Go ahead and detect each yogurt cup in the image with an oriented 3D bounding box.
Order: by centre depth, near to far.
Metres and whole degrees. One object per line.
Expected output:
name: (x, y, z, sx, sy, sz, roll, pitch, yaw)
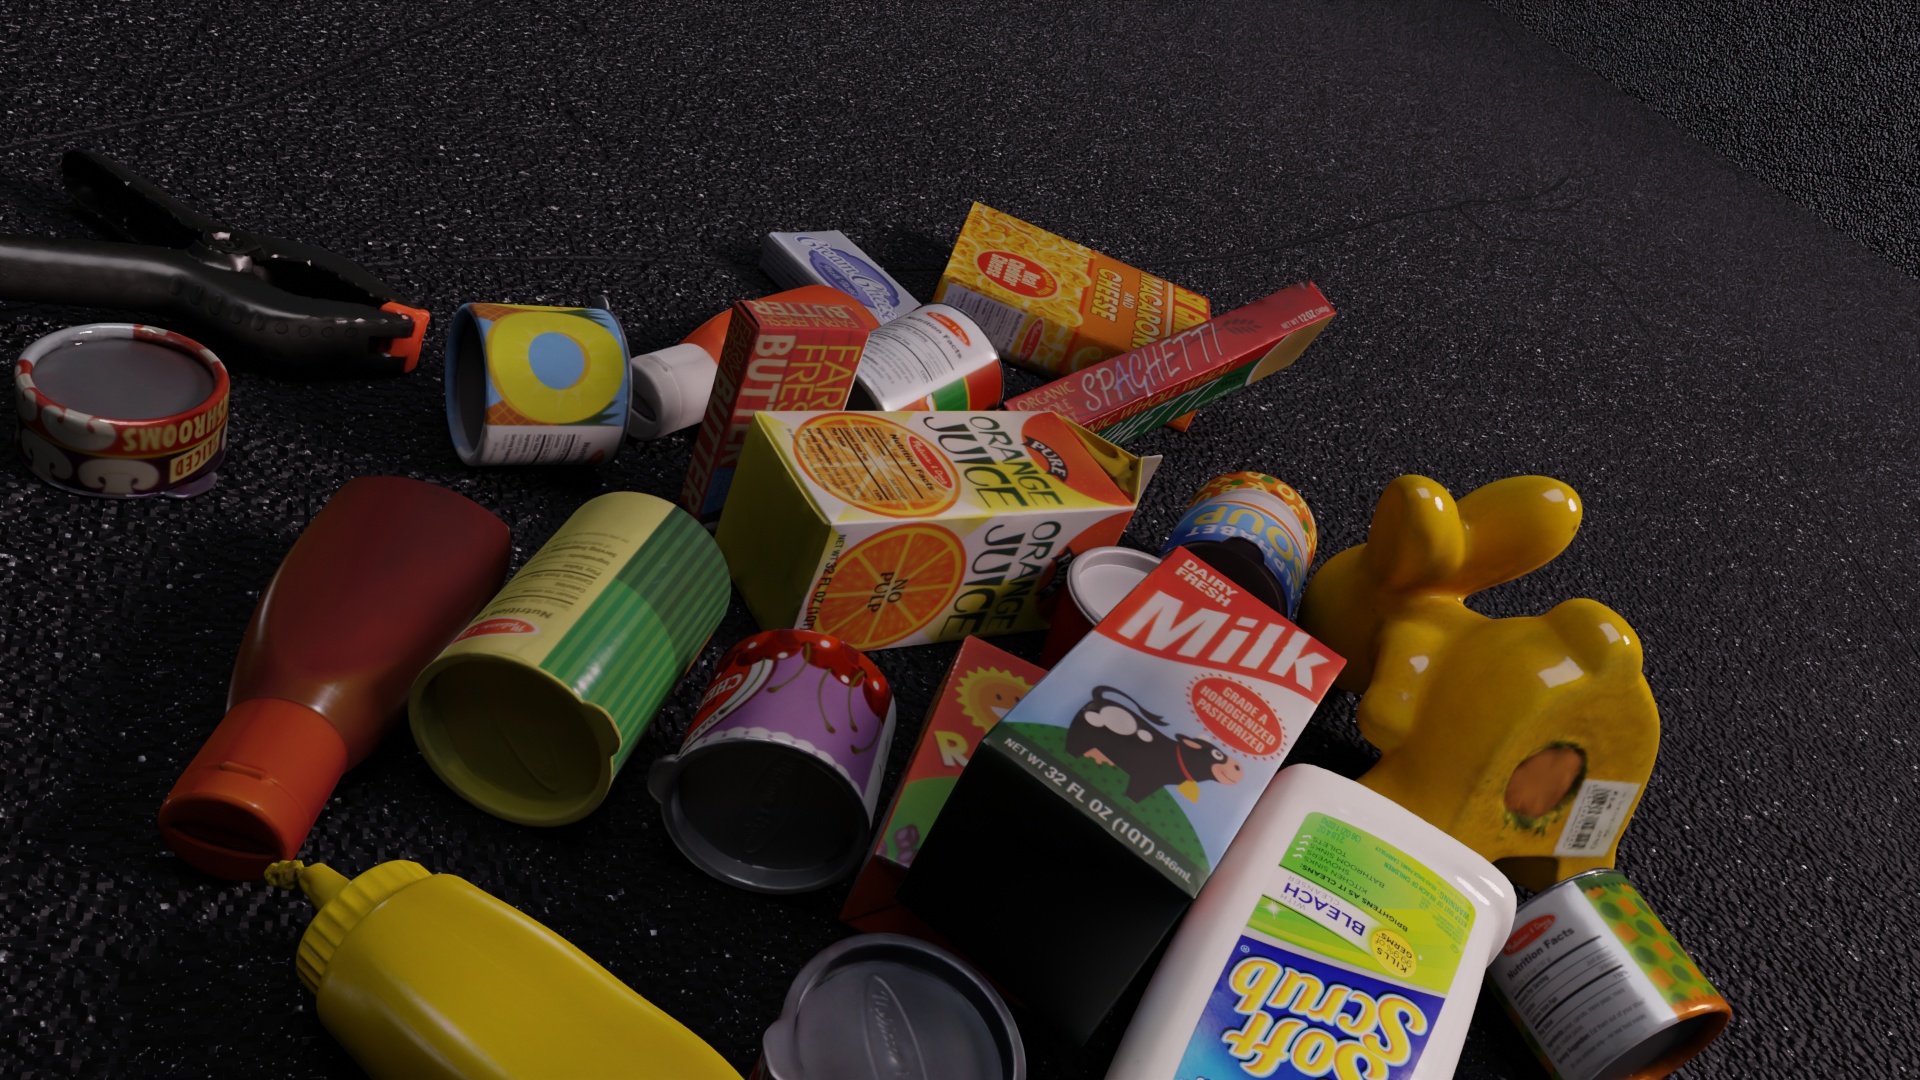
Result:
yogurt cup: (0.067, 0.043, 0.579, 0.072, 0.053, 0.073, 16, 34, -11)

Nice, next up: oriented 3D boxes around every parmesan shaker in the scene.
parmesan shaker: (-0.122, 0.036, 0.460, 0.071, 0.071, 0.103, 24, 33, 0)

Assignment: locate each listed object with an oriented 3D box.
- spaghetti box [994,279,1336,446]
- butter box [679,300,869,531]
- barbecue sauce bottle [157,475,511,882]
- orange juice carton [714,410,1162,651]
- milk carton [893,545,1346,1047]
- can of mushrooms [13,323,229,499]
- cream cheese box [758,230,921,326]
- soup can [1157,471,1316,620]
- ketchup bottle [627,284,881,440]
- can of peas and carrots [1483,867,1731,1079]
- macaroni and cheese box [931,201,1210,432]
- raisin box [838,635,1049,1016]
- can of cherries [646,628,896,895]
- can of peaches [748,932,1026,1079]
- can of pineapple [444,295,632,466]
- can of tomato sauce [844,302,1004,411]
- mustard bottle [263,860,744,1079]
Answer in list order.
spaghetti box: (0.107, -0.084, 0.740, 0.251, 0.050, 0.029, -26, 71, -35)
butter box: (-0.078, -0.050, 0.575, 0.053, 0.103, 0.024, -4, 42, -35)
barbecue sauce bottle: (-0.194, 0.038, 0.435, 0.065, 0.043, 0.149, 18, 34, -8)
orange juice carton: (0.002, -0.007, 0.594, 0.193, 0.071, 0.073, -4, 43, -35)
milk carton: (0.066, 0.066, 0.459, 0.072, 0.073, 0.191, 35, 35, 13)
can of mushrooms: (-0.297, -0.046, 0.497, 0.071, 0.033, 0.071, 17, 33, -11)
cream cheese box: (-0.063, -0.137, 0.776, 0.053, 0.024, 0.104, -13, 48, -43)
soup can: (0.128, 0.011, 0.646, 0.071, 0.071, 0.084, 29, 33, 8)
ketchup bottle: (-0.100, -0.084, 0.662, 0.065, 0.043, 0.149, 40, 36, 18)
can of peas and carrots: (0.233, 0.163, 0.506, 0.071, 0.070, 0.059, 3, 40, -29)
macaroni and cheese box: (0.070, -0.139, 0.847, 0.166, 0.040, 0.124, 21, 34, -4)
raisin box: (0.019, 0.097, 0.489, 0.086, 0.039, 0.124, 24, 34, 1)
can of cherries: (-0.059, 0.070, 0.452, 0.071, 0.071, 0.059, 21, 33, -5)
can of peaches: (-0.026, 0.150, 0.371, 0.071, 0.057, 0.071, 16, 35, -12)
can of pineapple: (-0.174, -0.065, 0.568, 0.058, 0.070, 0.071, -3, 42, -34)
can of tomato sauce: (-0.031, -0.066, 0.654, 0.071, 0.070, 0.083, 37, 44, 19)
mustard bottle: (-0.118, 0.123, 0.348, 0.160, 0.065, 0.049, 32, 38, 19)
